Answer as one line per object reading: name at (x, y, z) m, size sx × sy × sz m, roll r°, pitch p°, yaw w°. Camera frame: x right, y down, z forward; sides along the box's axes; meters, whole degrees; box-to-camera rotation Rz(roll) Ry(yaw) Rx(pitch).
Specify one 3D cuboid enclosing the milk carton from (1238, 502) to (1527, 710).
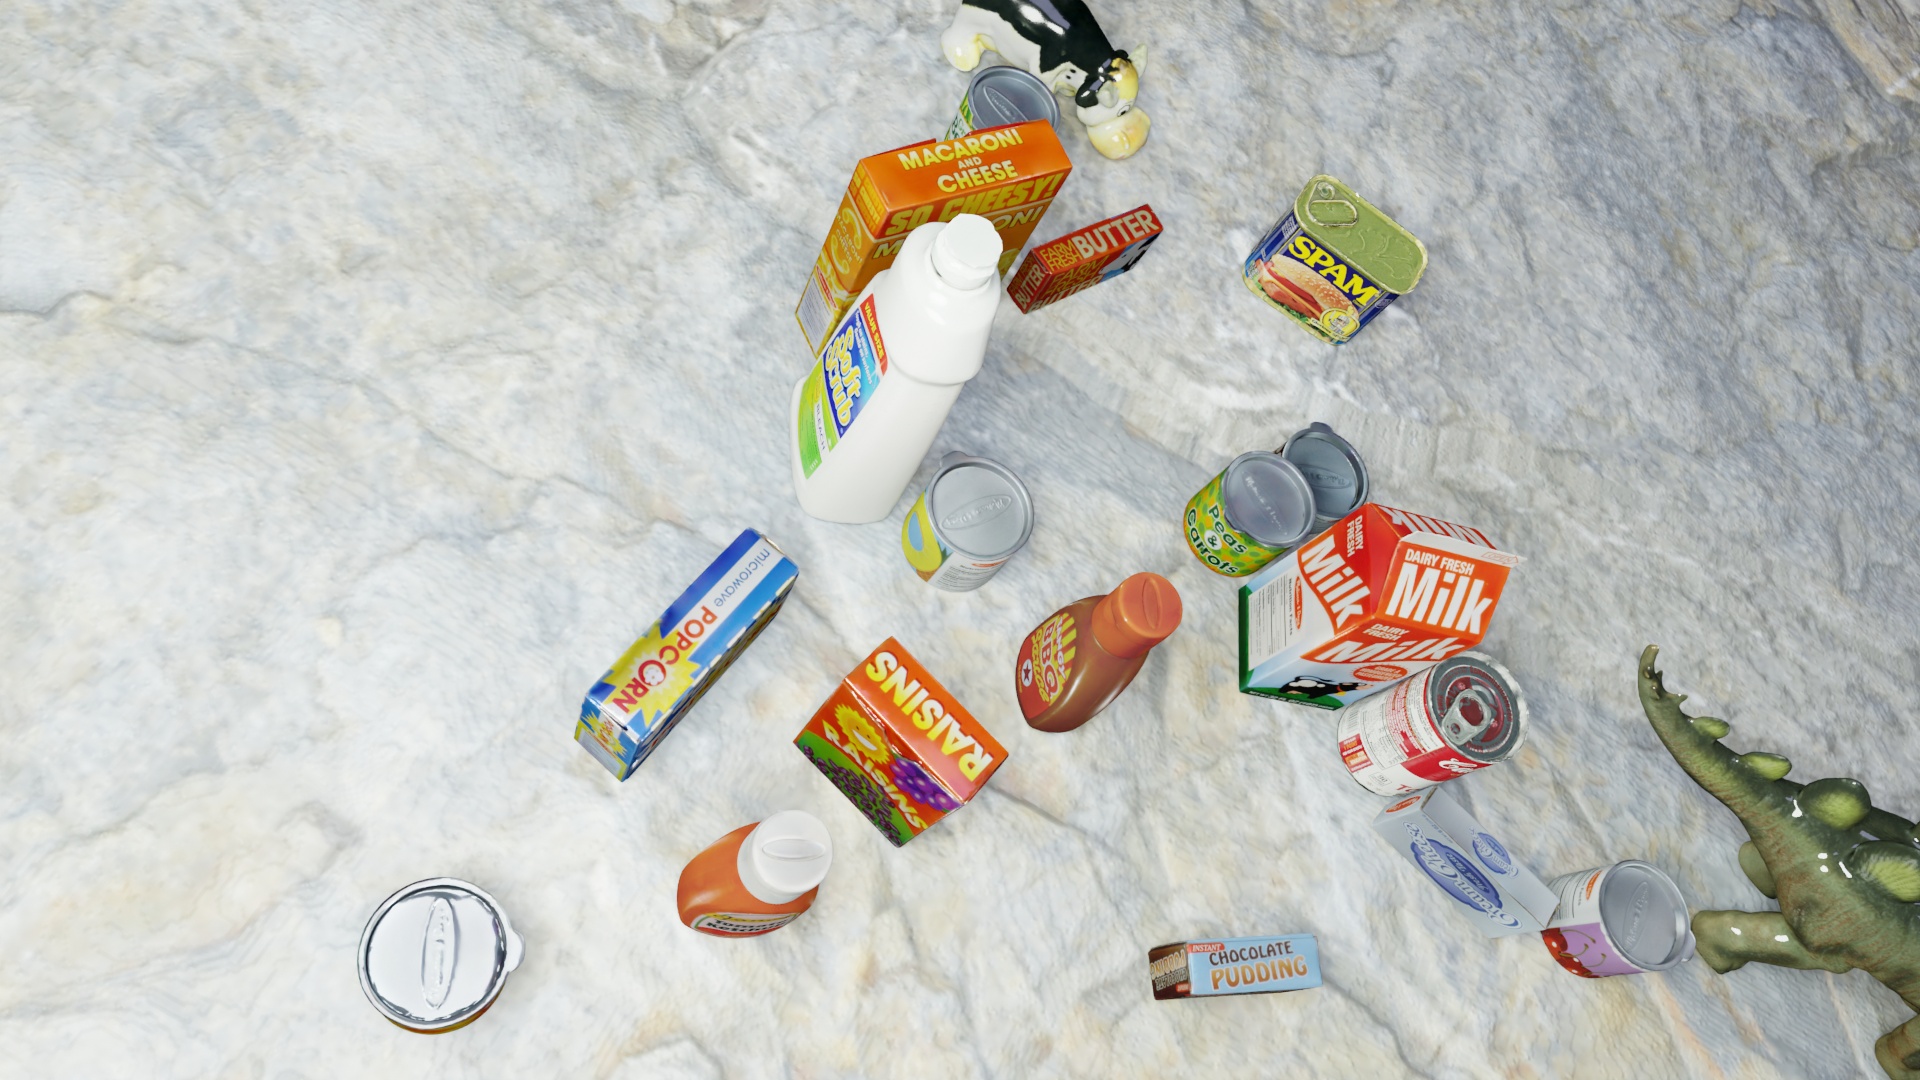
milk carton at (0.240, 0.037, 0.815) m, size 0.072 × 0.189 × 0.074 m, roll 12°, pitch 65°, yaw -15°

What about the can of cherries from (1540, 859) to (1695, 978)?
can of cherries at (0.406, 0.238, 0.863) m, size 0.071 × 0.058 × 0.072 m, roll 7°, pitch 66°, yaw -17°

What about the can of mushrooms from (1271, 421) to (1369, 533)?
can of mushrooms at (0.238, -0.042, 0.938) m, size 0.071 × 0.033 × 0.071 m, roll 7°, pitch 66°, yaw -17°

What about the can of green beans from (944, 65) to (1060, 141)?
can of green beans at (0.027, -0.280, 0.952) m, size 0.071 × 0.057 × 0.071 m, roll 7°, pitch 66°, yaw -17°

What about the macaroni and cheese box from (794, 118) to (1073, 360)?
macaroni and cheese box at (-0.021, -0.177, 0.828) m, size 0.124 × 0.165 × 0.040 m, roll -20°, pitch 76°, yaw -26°

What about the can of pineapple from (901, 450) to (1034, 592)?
can of pineapple at (0.003, -0.010, 0.826) m, size 0.071 × 0.057 × 0.071 m, roll 7°, pitch 66°, yaw -17°

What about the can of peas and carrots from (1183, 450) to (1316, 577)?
can of peas and carrots at (0.183, -0.015, 0.892) m, size 0.071 × 0.058 × 0.071 m, roll 7°, pitch 66°, yaw -17°

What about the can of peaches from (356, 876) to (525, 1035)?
can of peaches at (-0.242, 0.196, 0.650) m, size 0.071 × 0.057 × 0.071 m, roll 7°, pitch 66°, yaw -17°

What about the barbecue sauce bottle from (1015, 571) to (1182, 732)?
barbecue sauce bottle at (0.075, 0.059, 0.770) m, size 0.044 × 0.148 × 0.065 m, roll 6°, pitch 66°, yaw -17°

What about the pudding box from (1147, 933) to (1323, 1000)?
pudding box at (0.154, 0.239, 0.777) m, size 0.084 × 0.049 × 0.030 m, roll 3°, pitch 67°, yaw -19°

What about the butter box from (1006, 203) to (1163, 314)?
butter box at (0.084, -0.190, 0.936) m, size 0.104 × 0.053 × 0.024 m, roll -26°, pitch 79°, yaw -27°

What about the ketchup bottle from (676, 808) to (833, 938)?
ketchup bottle at (-0.095, 0.160, 0.665) m, size 0.065 × 0.148 × 0.044 m, roll 5°, pitch 67°, yaw -18°

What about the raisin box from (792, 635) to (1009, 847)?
raisin box at (-0.035, 0.108, 0.724) m, size 0.086 × 0.123 × 0.040 m, roll 46°, pitch 61°, yaw 3°

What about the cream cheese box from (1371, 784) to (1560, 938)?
cream cheese box at (0.308, 0.197, 0.848) m, size 0.104 × 0.053 × 0.024 m, roll 44°, pitch 61°, yaw 2°

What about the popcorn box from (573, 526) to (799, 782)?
popcorn box at (-0.143, 0.060, 0.728) m, size 0.038 × 0.085 × 0.127 m, roll 40°, pitch 61°, yaw 0°
